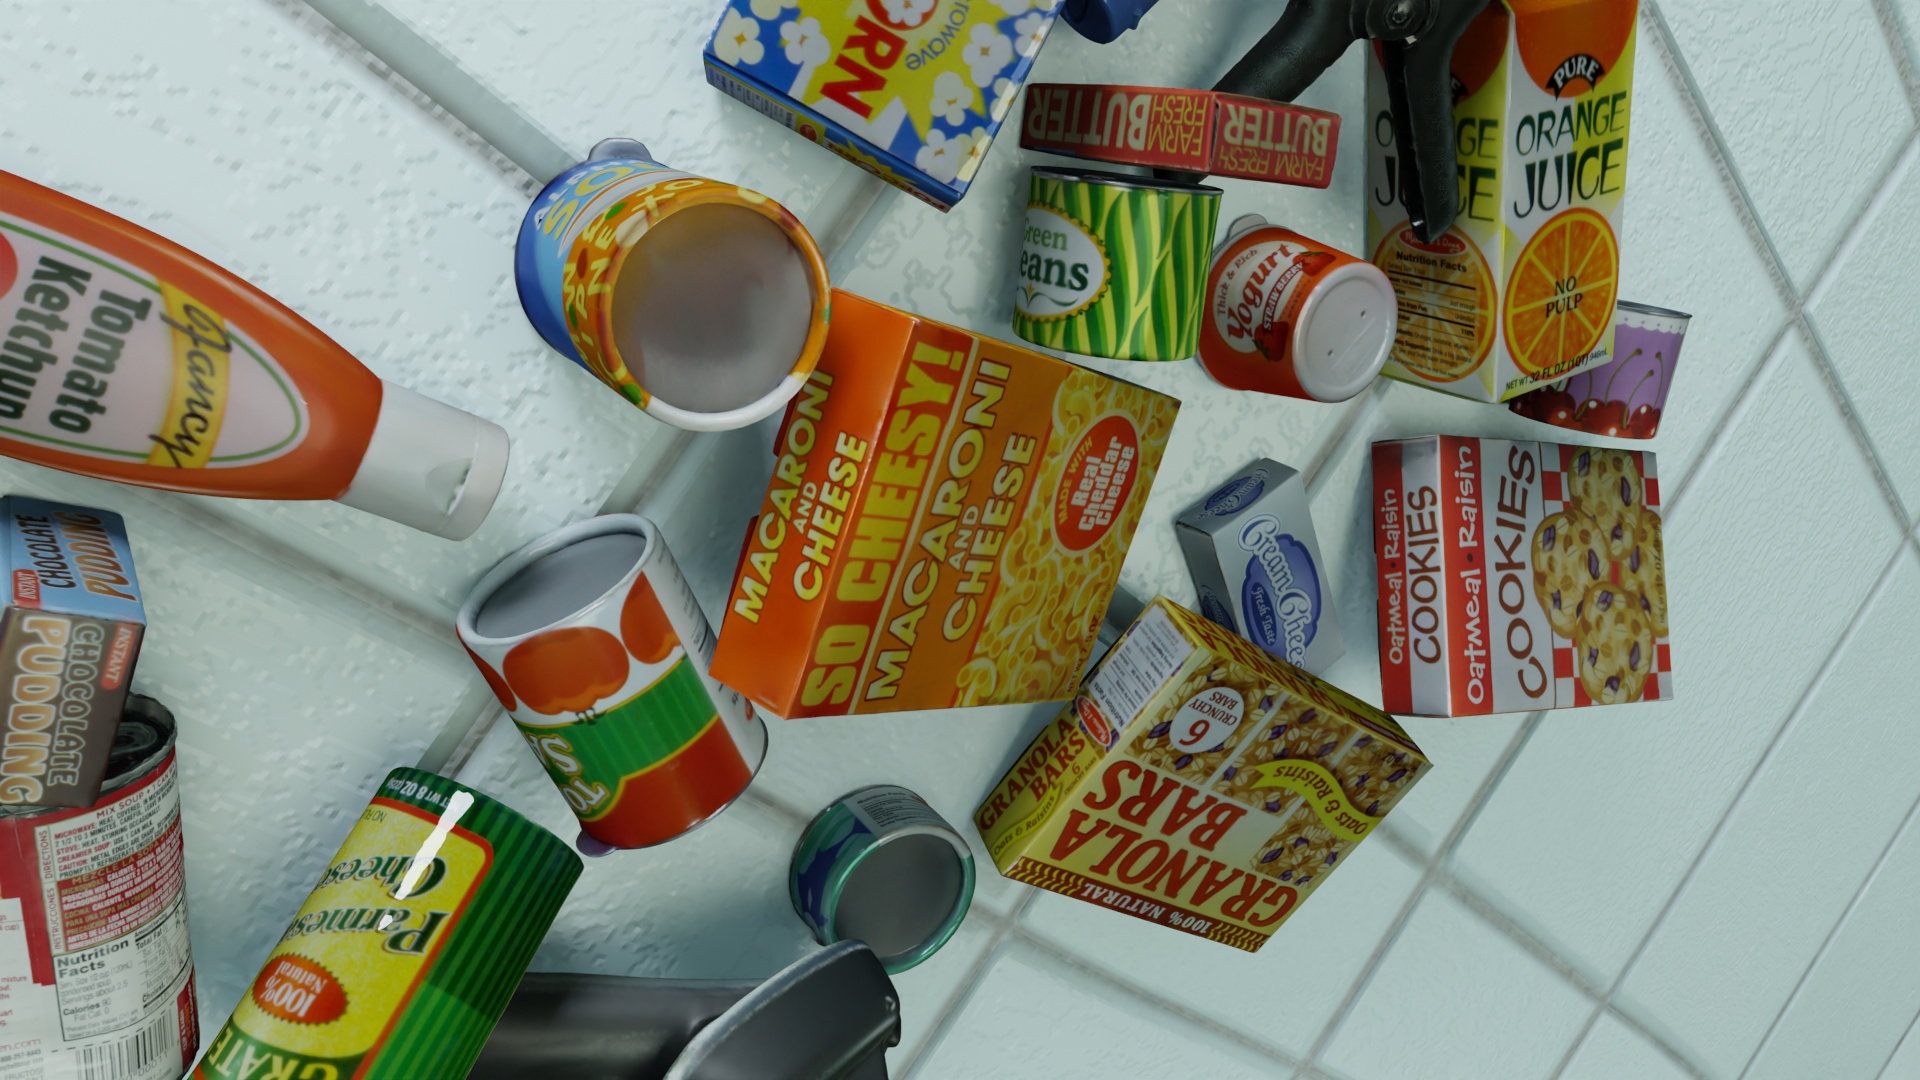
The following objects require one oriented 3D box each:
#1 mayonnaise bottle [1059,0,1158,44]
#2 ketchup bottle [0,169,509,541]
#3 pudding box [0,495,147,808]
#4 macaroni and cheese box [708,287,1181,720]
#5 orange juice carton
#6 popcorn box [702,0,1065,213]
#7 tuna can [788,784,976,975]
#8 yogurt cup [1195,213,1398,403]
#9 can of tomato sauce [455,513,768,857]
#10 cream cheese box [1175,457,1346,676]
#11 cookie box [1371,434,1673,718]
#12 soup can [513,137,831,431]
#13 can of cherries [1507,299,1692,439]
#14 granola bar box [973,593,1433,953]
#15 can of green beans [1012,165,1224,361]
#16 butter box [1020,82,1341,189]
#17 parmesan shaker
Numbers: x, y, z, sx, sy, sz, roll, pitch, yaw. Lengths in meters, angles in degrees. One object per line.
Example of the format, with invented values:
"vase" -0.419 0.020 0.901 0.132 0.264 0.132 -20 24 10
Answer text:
"mayonnaise bottle" 0.089 -0.227 0.460 0.148 0.064 0.041 -44 88 -7
"ketchup bottle" -0.194 -0.040 0.360 0.149 0.043 0.064 23 95 -37
"pudding box" -0.224 0.025 0.340 0.030 0.084 0.049 14 100 -38
"macaroni and cheese box" 0.002 -0.006 0.466 0.166 0.040 0.123 6 105 -55
"orange juice carton" 0.213 -0.159 0.554 0.072 0.073 0.191 -19 116 -25
"popcorn box" -0.010 -0.173 0.410 0.085 0.038 0.126 27 92 -9
"tuna can" -0.030 0.133 0.534 0.071 0.033 0.070 -12 113 -29
"yogurt cup" 0.132 -0.086 0.542 0.072 0.054 0.072 -12 115 -28
"can of tomato sauce" -0.108 0.044 0.431 0.071 0.071 0.082 -33 121 -18
"cream cheese box" 0.131 0.021 0.600 0.053 0.024 0.103 -35 123 -18
"cookie box" 0.264 0.017 0.649 0.168 0.040 0.123 1 85 -33
"soup can" -0.083 -0.074 0.392 0.071 0.084 0.071 -11 113 -28
"can of cherries" 0.290 -0.082 0.638 0.071 0.071 0.058 -2 110 -32
"granola bar box" 0.105 0.105 0.588 0.165 0.039 0.124 27 108 -36
"can of green beans" 0.053 -0.096 0.481 0.071 0.071 0.057 -4 110 -31
"butter box" 0.069 -0.133 0.454 0.053 0.103 0.024 -2 108 -31
"parmesan shaker" -0.167 0.126 0.405 0.071 0.071 0.103 47 54 -35
